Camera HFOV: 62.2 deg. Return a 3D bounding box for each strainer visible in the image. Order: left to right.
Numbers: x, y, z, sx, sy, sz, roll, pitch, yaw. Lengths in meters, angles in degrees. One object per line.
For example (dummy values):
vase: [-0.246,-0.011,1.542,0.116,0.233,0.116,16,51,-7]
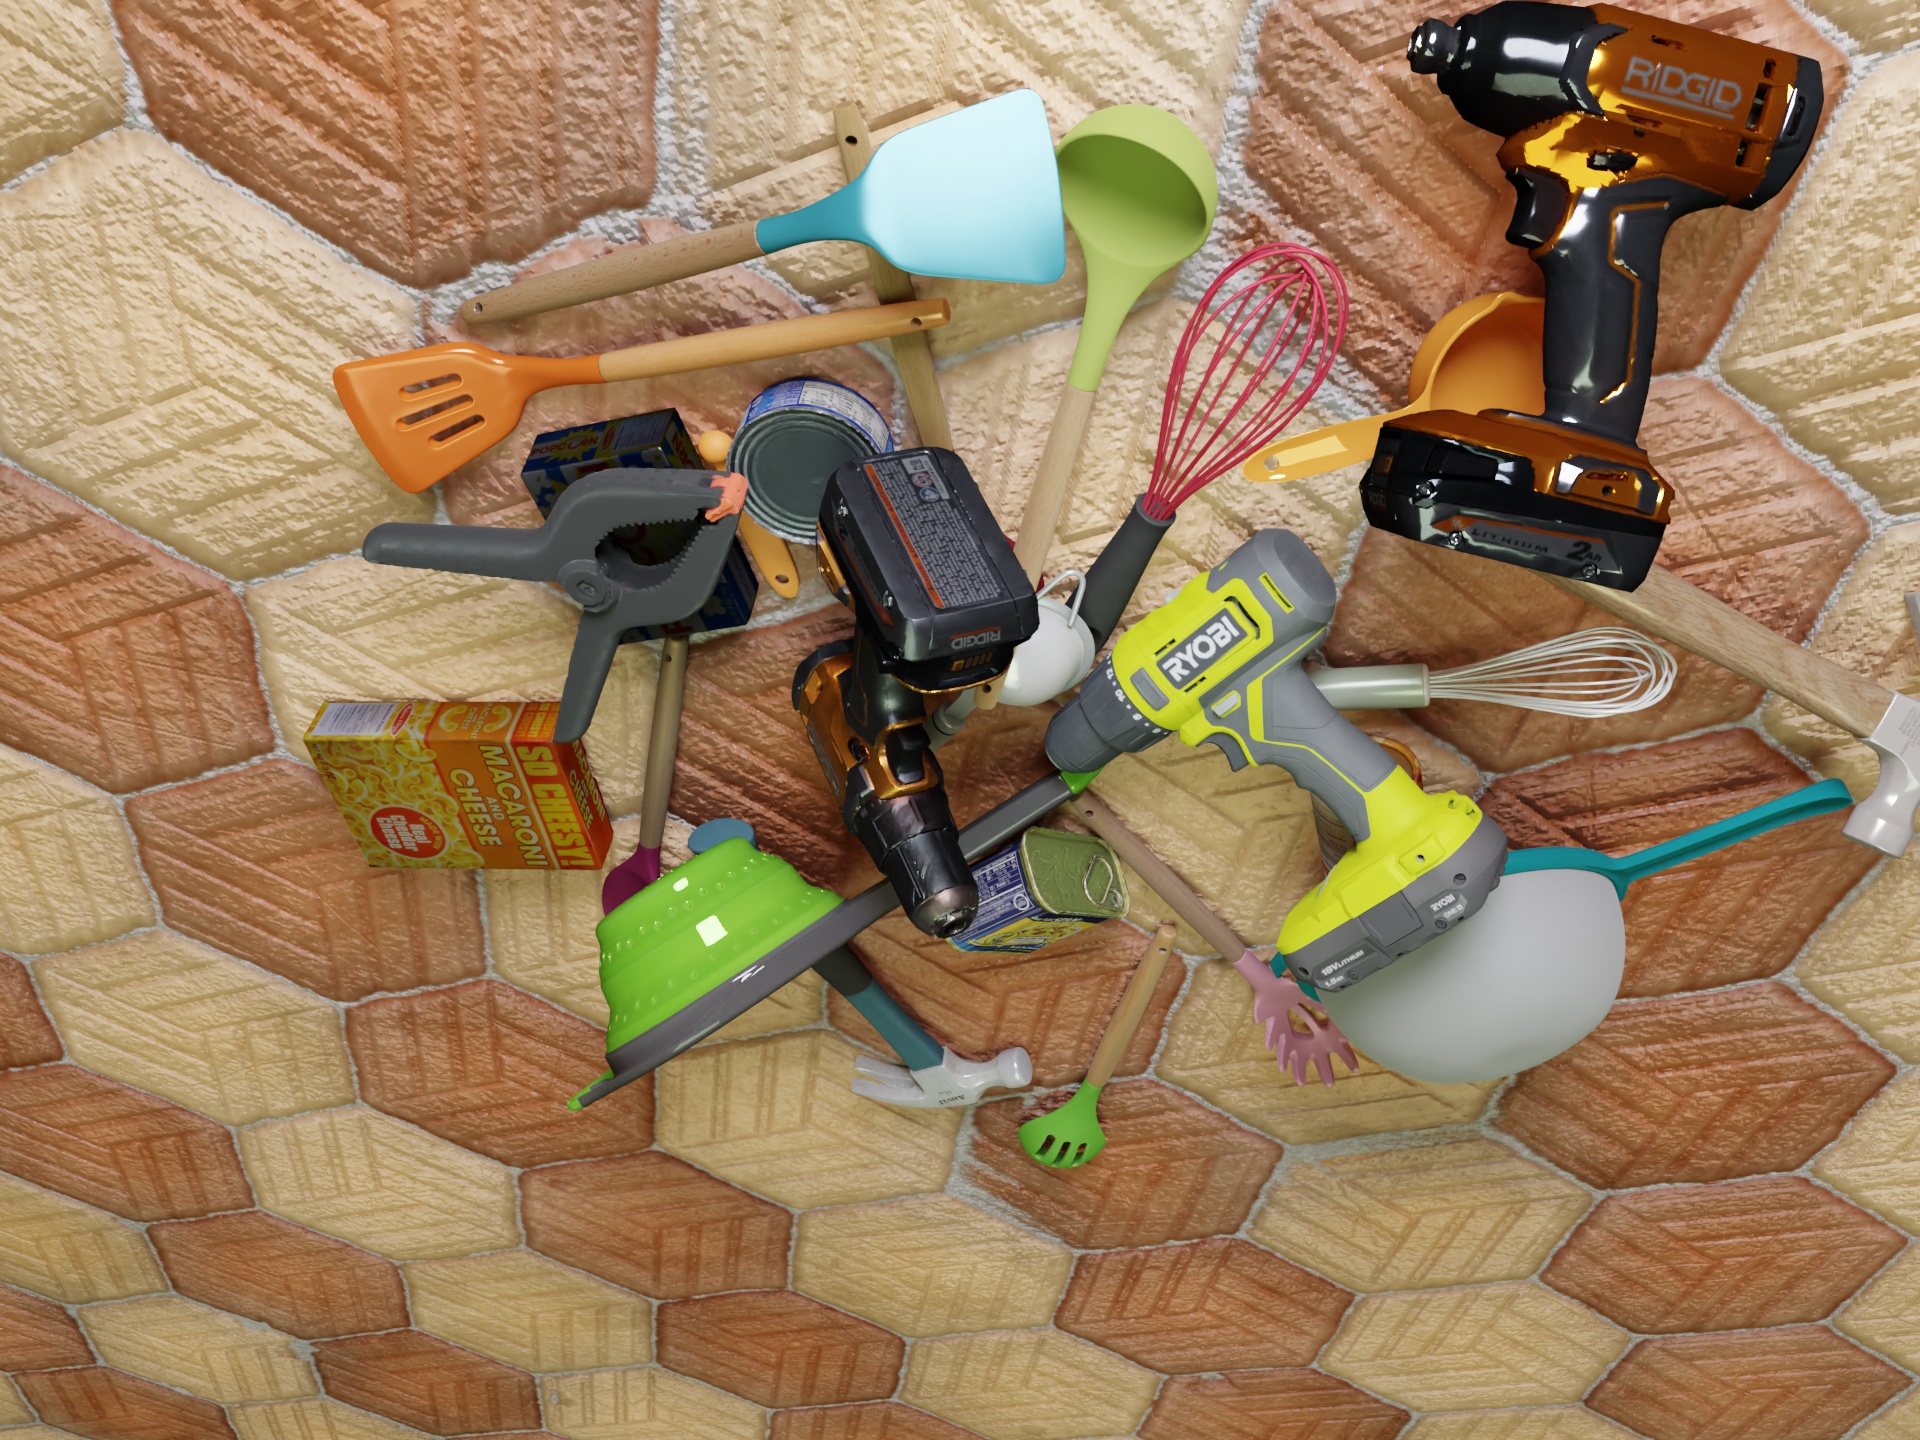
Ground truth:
strainer: [-0.001,-0.003,0.934,0.086,0.050,0.258,24,143,-18]
strainer: [0.374,0.141,0.958,0.340,0.095,0.210,-27,146,24]

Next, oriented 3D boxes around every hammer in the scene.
hammer: [-0.081,0.181,1.144,0.128,0.033,0.330,-20,127,23]
hammer: [0.381,-0.055,0.827,0.331,0.031,0.130,26,96,-6]

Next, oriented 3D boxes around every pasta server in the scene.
pasta server: [0.173,0.148,1.074,0.060,0.040,0.316,-35,120,19]

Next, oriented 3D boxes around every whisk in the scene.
whisk: [0.109,-0.121,0.816,0.073,0.073,0.295,19,139,-10]
whisk: [0.270,-0.020,0.896,0.246,0.058,0.059,-3,141,17]

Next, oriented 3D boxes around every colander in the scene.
colander: [-0.091,0.094,0.987,0.397,0.204,0.094,-33,88,5]

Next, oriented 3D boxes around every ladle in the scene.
ladle: [-0.015,-0.161,0.815,0.069,0.031,0.315,-8,130,11]
ladle: [0.047,-0.134,0.768,0.078,0.062,0.320,24,122,12]

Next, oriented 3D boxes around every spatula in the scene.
spatula: [-0.160,-0.175,0.799,0.322,0.041,0.080,-5,132,19]
spatula: [-0.107,-0.219,0.746,0.317,0.044,0.082,-4,101,27]

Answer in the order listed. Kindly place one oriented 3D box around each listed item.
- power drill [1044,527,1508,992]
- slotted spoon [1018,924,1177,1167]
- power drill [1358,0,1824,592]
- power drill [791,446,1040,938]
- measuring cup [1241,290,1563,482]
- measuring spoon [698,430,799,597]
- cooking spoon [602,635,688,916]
power drill: [0.170,0.032,0.885,0.190,0.080,0.228,-40,89,33]
slotted spoon: [0.107,0.254,1.192,0.070,0.031,0.313,13,132,-5]
power drill: [0.245,-0.182,0.670,0.164,0.084,0.226,13,102,-4]
power drill: [-0.025,-0.006,0.836,0.084,0.186,0.226,-14,149,-22]
measuring cup: [0.216,-0.147,0.754,0.173,0.052,0.095,-15,111,8]
measuring spoon: [-0.116,-0.111,0.884,0.021,0.011,0.116,-10,131,17]
cooking spoon: [-0.202,0.063,1.052,0.069,0.017,0.318,35,135,19]
